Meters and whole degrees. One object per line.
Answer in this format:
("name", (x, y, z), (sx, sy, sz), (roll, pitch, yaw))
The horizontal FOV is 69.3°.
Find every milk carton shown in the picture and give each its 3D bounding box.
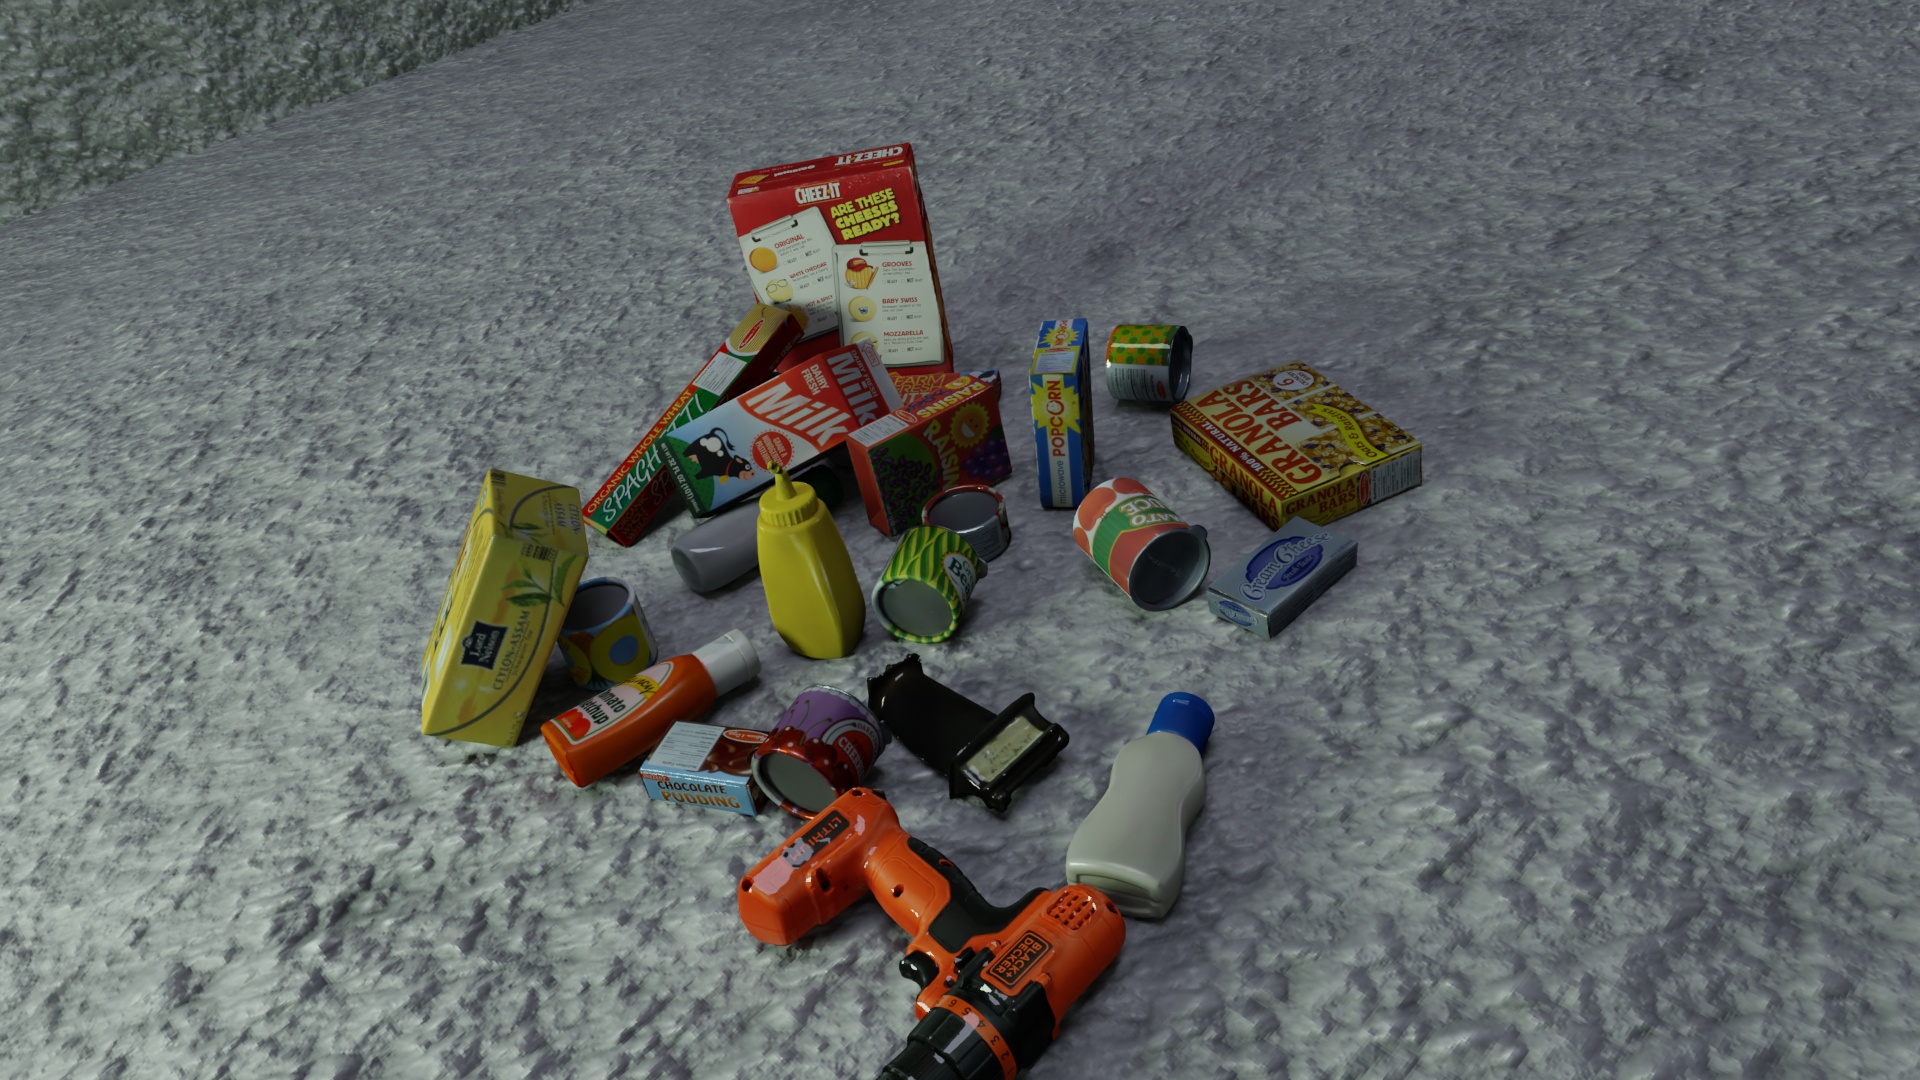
("milk carton", (-0.143, -0.092, 1.128), (0.191, 0.072, 0.073), (-27, 2, -2))

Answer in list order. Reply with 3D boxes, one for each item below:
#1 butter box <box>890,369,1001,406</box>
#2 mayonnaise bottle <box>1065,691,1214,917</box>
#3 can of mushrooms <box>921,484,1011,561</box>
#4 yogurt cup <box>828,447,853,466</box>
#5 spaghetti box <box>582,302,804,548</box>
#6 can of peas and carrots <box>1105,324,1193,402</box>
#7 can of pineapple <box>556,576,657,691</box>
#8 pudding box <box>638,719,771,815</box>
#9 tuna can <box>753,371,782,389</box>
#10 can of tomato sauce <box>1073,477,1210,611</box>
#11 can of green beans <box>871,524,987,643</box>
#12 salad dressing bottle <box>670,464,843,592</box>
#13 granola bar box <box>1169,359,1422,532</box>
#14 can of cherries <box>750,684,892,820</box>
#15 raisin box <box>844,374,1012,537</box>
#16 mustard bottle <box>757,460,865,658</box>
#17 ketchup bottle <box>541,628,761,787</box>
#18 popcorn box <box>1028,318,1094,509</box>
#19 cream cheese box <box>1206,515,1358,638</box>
("butter box", (-0.017, -0.129, 1.251), (0.103, 0.024, 0.053), (-2, 36, 13))
("mayonnaise bottle", (0.113, 0.150, 0.814), (0.065, 0.041, 0.149), (8, 39, 23))
("can of mushrooms", (0.004, -0.014, 1.078), (0.071, 0.033, 0.071), (-8, 36, 6))
("yogurt cup", (-0.098, -0.101, 1.204), (0.072, 0.072, 0.054), (-18, 44, -8))
("spaghetti box", (-0.230, -0.101, 1.195), (0.050, 0.028, 0.251), (24, 71, 40))
("can of peas and carrots", (0.163, -0.155, 1.198), (0.059, 0.070, 0.071), (5, 39, 24))
("can of pineapple", (-0.264, 0.069, 1.021), (0.071, 0.057, 0.071), (-8, 36, 6))
("pudding box", (-0.161, 0.148, 0.906), (0.084, 0.030, 0.050), (4, 37, 21))
("tuna can", (-0.169, -0.117, 1.242), (0.071, 0.070, 0.033), (7, 38, 25))
("can of tomato sauce", (0.129, 0.000, 0.992), (0.071, 0.070, 0.083), (-23, 36, -15))
("can of green beans", (-0.024, 0.032, 0.995), (0.071, 0.071, 0.058), (2, 38, 19))
("salad dressing bottle", (-0.161, -0.013, 1.118), (0.148, 0.043, 0.064), (-34, 36, -31))
("granola bar box", (0.259, -0.076, 1.085), (0.124, 0.039, 0.166), (-21, 36, -13))
("can of cherries", (-0.087, 0.134, 0.871), (0.071, 0.071, 0.059), (8, 40, 26))
("raisin box", (-0.024, -0.069, 1.117), (0.124, 0.085, 0.040), (-29, 34, -22))
("mustard bottle", (-0.109, 0.010, 0.970), (0.065, 0.159, 0.049), (7, 38, 23))
("ketchup bottle", (-0.209, 0.112, 0.957), (0.149, 0.043, 0.065), (-30, 28, -24))
("popcorn box", (0.082, -0.099, 1.094), (0.038, 0.126, 0.085), (1, 37, 12))
("cream cheese box", (0.225, 0.024, 0.969), (0.104, 0.024, 0.053), (-34, 41, -28))
